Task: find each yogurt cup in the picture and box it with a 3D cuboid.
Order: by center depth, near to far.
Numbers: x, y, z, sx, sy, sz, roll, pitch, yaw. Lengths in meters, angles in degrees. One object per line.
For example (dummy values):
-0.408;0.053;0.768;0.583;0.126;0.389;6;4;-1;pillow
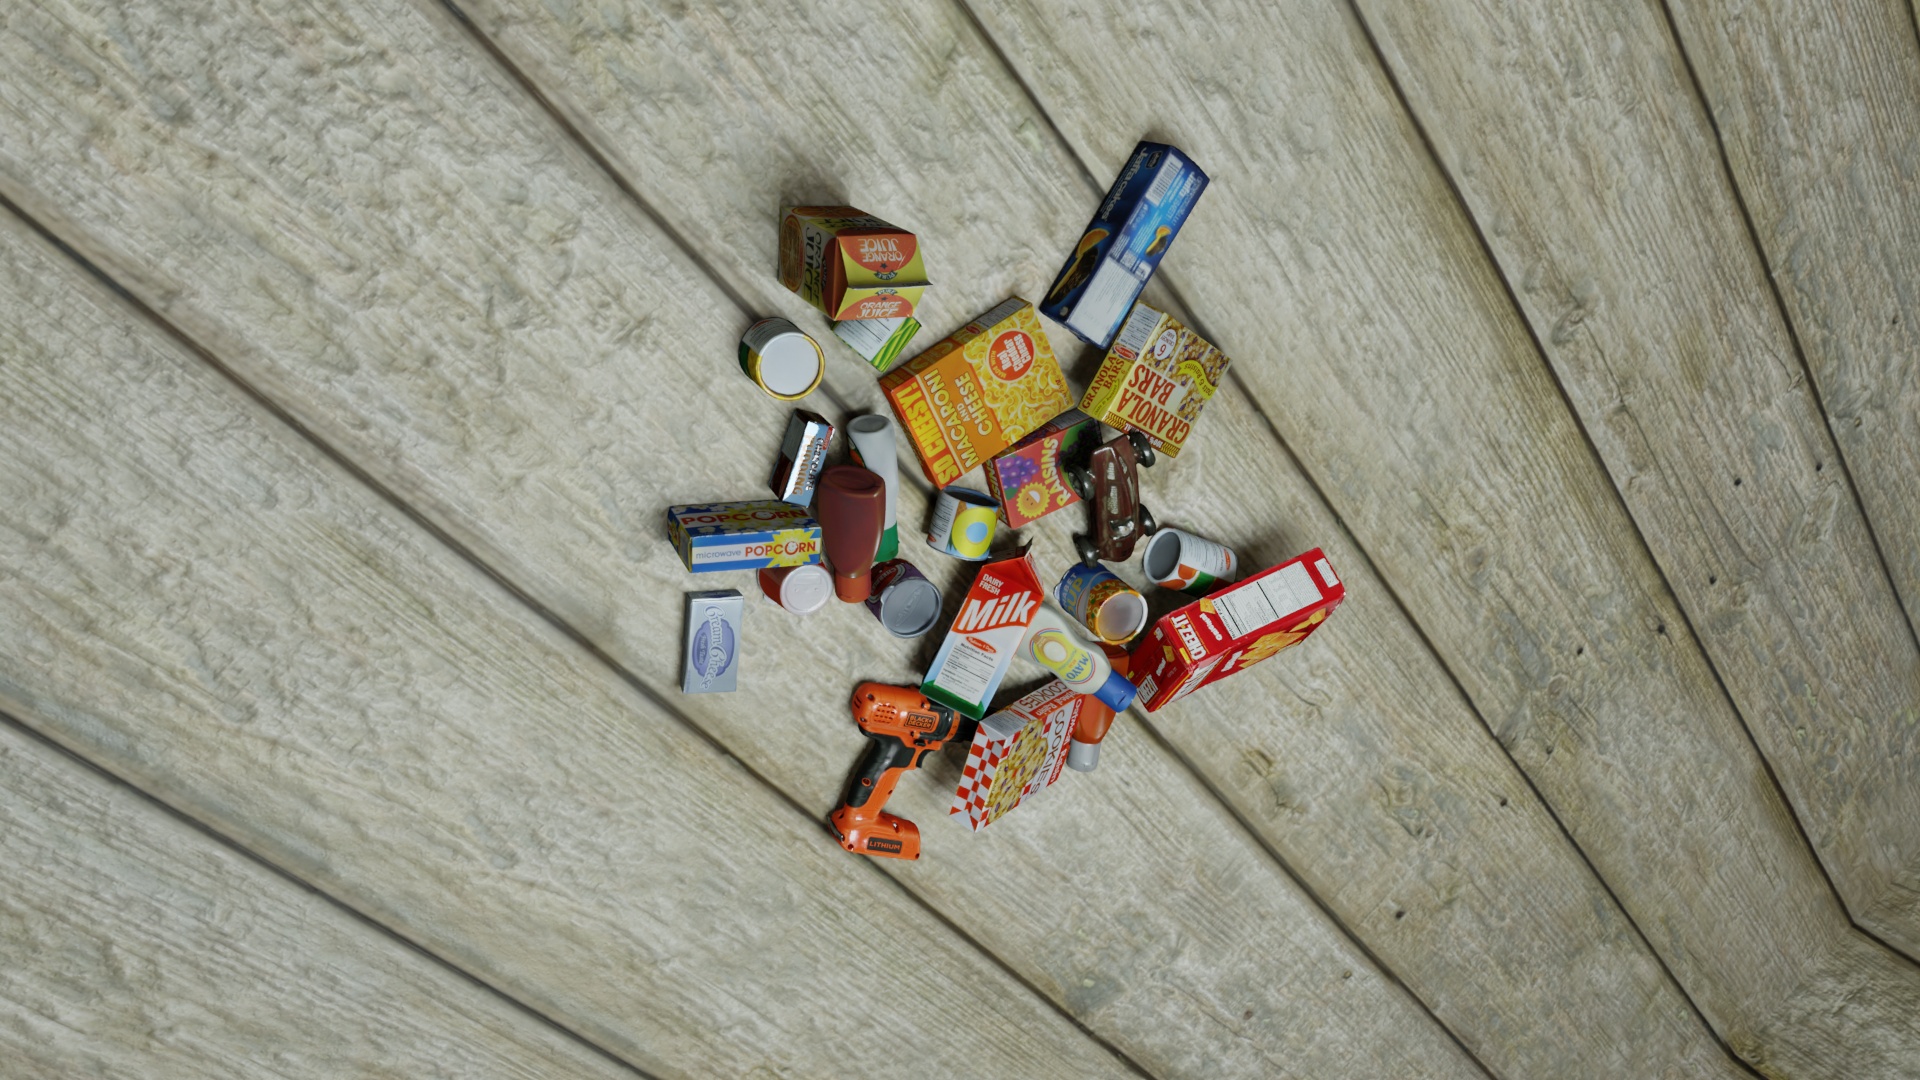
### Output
-0.159;0.039;1.359;0.072;0.054;0.072;-10;113;-23;yogurt cup

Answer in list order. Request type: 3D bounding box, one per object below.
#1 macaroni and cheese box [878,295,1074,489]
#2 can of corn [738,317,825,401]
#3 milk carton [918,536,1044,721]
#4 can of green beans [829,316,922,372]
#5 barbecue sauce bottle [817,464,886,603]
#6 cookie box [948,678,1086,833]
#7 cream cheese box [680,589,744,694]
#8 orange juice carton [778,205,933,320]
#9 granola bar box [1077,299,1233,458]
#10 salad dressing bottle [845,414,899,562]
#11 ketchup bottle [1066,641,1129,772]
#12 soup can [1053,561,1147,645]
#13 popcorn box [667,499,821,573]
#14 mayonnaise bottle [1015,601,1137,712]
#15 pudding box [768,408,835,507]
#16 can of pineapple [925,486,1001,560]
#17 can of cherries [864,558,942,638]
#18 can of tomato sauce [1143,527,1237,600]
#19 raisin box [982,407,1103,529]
0.017;-0.146;1.379;0.167;0.040;0.123;-33;121;-11;macaroni and cheese box
-0.163;-0.164;1.273;0.071;0.058;0.071;-10;114;-22;can of corn
0.032;0.083;1.445;0.073;0.072;0.190;27;99;-1;milk carton
-0.079;-0.199;1.295;0.071;0.071;0.058;38;92;-32;can of green beans
-0.105;-0.003;1.341;0.065;0.044;0.147;14;133;11;barbecue sauce bottle
0.065;0.229;1.500;0.168;0.040;0.122;-19;131;-53;cookie box
-0.244;0.100;1.359;0.053;0.024;0.103;-1;111;-26;cream cheese box
-0.093;-0.238;1.197;0.072;0.193;0.072;-6;114;-25;orange juice carton
0.202;-0.163;1.428;0.165;0.039;0.124;18;104;-54;granola bar box
-0.083;-0.049;1.359;0.044;0.064;0.146;-16;124;-19;salad dressing bottle
0.149;0.190;1.576;0.065;0.043;0.148;1;110;-20;ketchup bottle
0.151;0.068;1.505;0.071;0.084;0.071;-10;114;-22;soup can
-0.203;-0.005;1.301;0.127;0.085;0.038;-4;111;-24;popcorn box
0.124;0.131;1.510;0.148;0.041;0.064;37;101;-8;mayonnaise bottle
-0.151;-0.078;1.318;0.030;0.050;0.083;14;103;-28;pudding box
0.005;-0.018;1.409;0.071;0.071;0.057;7;107;-28;can of pineapple
-0.061;0.057;1.411;0.072;0.058;0.071;-10;115;-22;can of cherries
0.255;0.028;1.551;0.083;0.071;0.071;18;101;-30;can of tomato sauce
0.089;-0.076;1.443;0.124;0.040;0.085;-25;120;-17;raisin box
